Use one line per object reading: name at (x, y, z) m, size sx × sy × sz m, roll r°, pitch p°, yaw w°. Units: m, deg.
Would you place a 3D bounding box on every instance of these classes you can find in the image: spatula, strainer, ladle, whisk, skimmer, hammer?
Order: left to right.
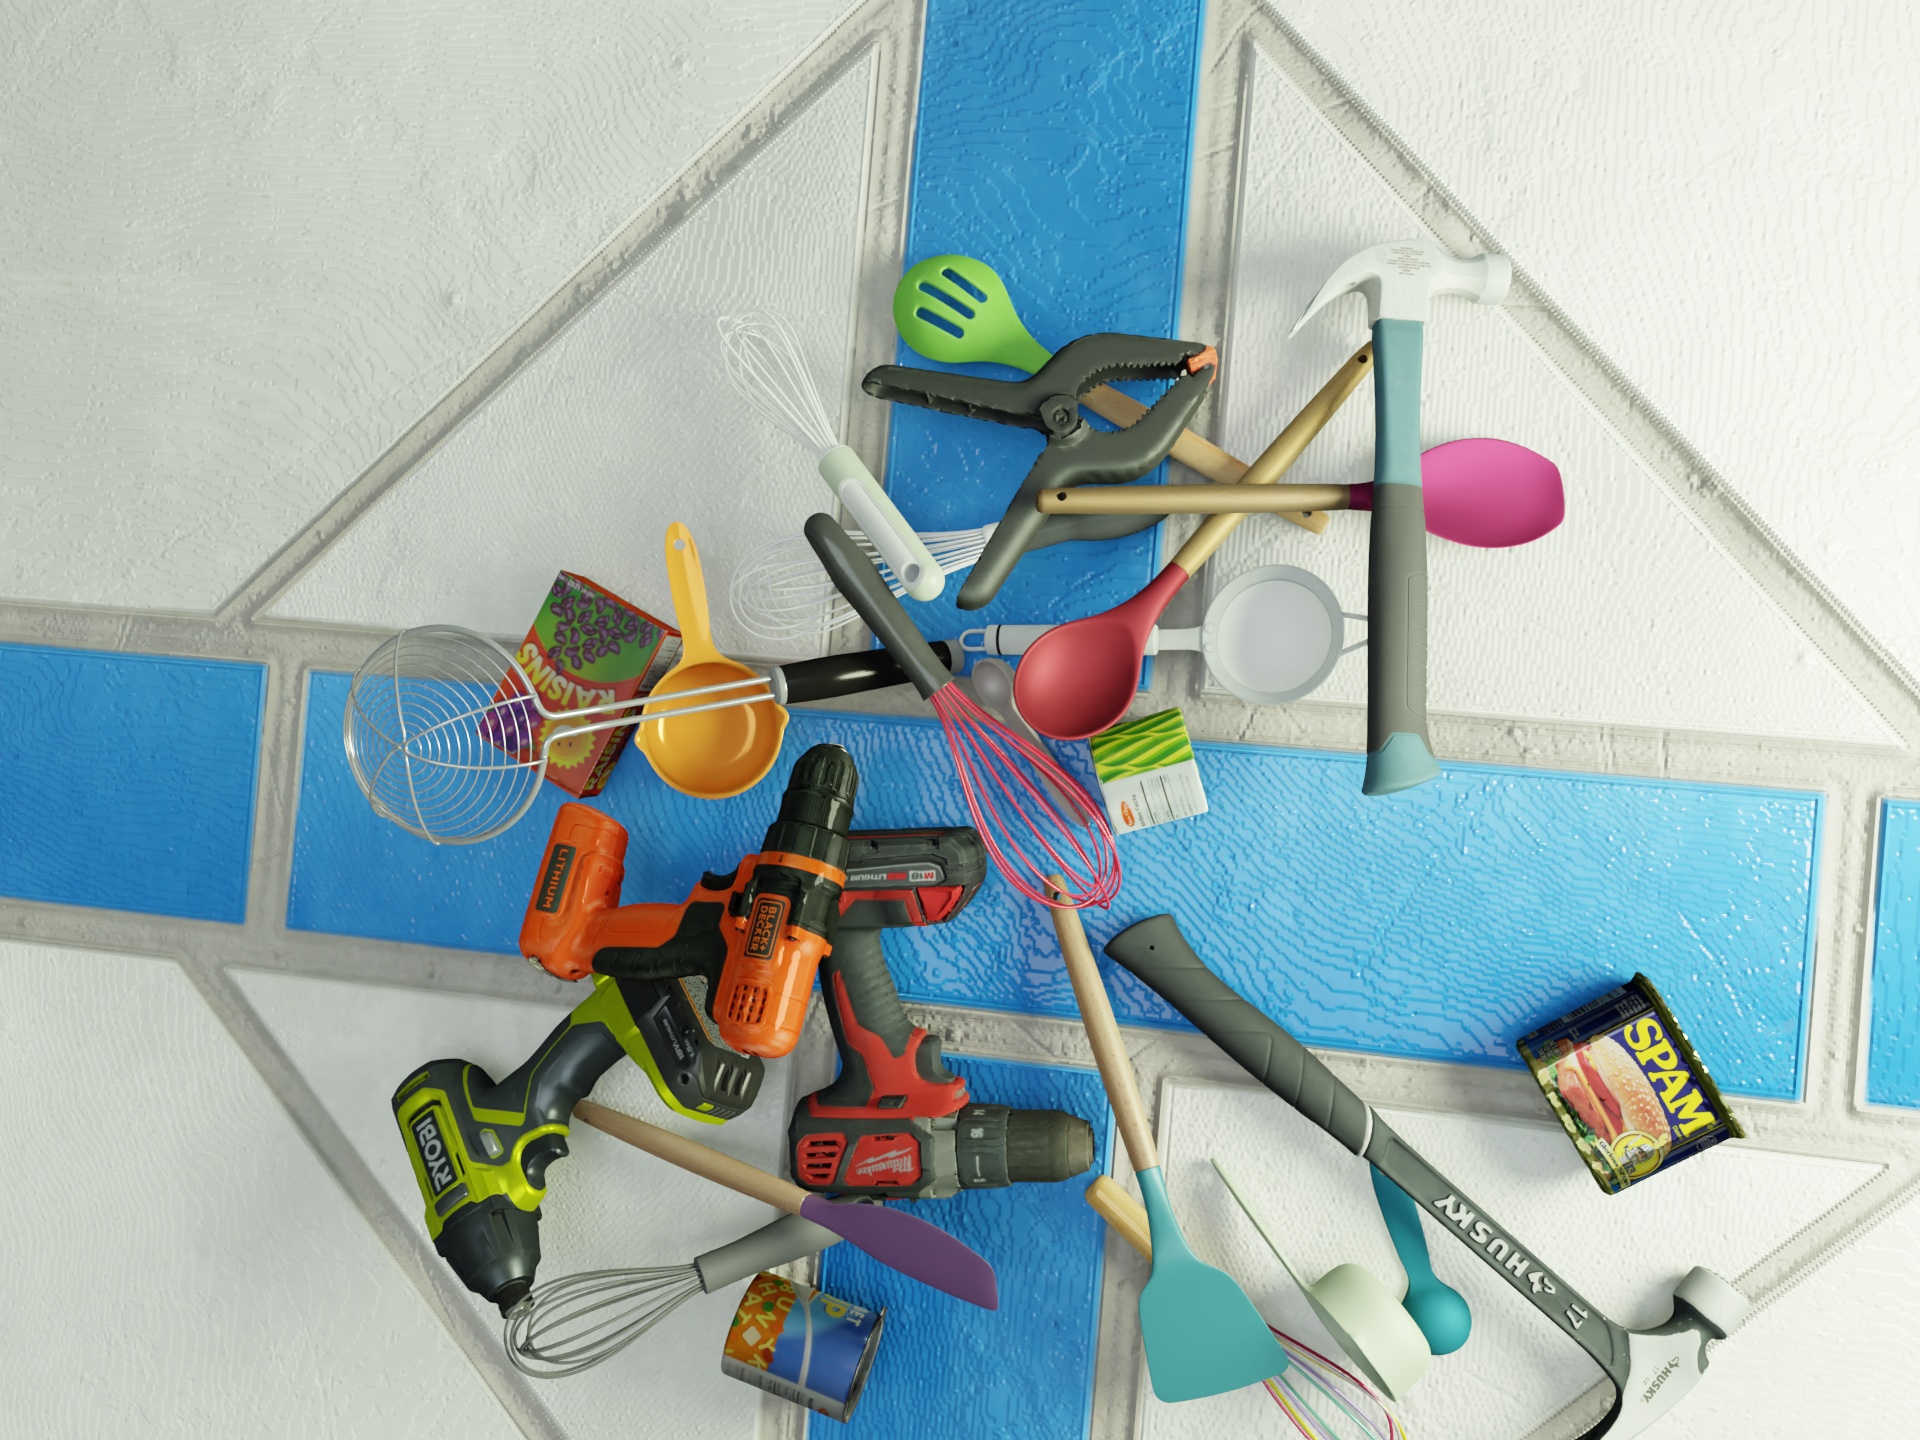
skimmer at (-0.177, -0.013, 0.957) m, size 0.363 × 0.090 × 0.127 m, roll -11°, pitch 97°, yaw -25°
whisk at (-0.157, 0.334, 0.966) m, size 0.239 × 0.055 × 0.055 m, roll -16°, pitch 85°, yaw -22°
spatula at (-0.115, 0.285, 0.970) m, size 0.316 × 0.018 × 0.059 m, roll 13°, pitch 127°, yaw 28°
whisk at (-0.082, -0.166, 0.978) m, size 0.057 × 0.059 × 0.246 m, roll -46°, pitch 65°, yaw 24°
whisk at (-0.007, -0.104, 0.992) m, size 0.284 × 0.070 × 0.070 m, roll -12°, pitch 87°, yaw 5°
whisk at (-0.002, -0.003, 0.954) m, size 0.073 × 0.073 × 0.296 m, roll -36°, pitch 92°, yaw 7°
spatula at (0.105, 0.244, 0.958) m, size 0.082 × 0.044 × 0.318 m, roll -21°, pitch 73°, yaw 14°
strainer at (0.124, -0.050, 0.974) m, size 0.258 × 0.050 × 0.087 m, roll 1°, pitch 79°, yaw 16°
ladle at (0.147, -0.111, 0.952) m, size 0.069 × 0.031 × 0.315 m, roll 41°, pitch 86°, yaw 8°
whisk at (0.172, 0.364, 0.959) m, size 0.245 × 0.051 × 0.047 m, roll 42°, pitch 75°, yaw 12°
hammer at (0.250, 0.259, 0.938) m, size 0.409 × 0.036 × 0.149 m, roll 40°, pitch 84°, yaw 11°
hammer at (0.252, -0.120, 0.912) m, size 0.128 × 0.033 × 0.331 m, roll 4°, pitch 78°, yaw -6°

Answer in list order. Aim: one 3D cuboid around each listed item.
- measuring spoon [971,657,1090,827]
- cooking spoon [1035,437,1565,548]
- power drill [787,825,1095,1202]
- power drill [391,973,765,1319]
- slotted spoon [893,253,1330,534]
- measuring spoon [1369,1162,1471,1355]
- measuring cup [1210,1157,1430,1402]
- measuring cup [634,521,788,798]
measuring spoon at (0.049, 0.012, 0.997) m, size 0.018 × 0.034 × 0.124 m, roll -32°, pitch 89°, yaw -37°
cooking spoon at (0.202, -0.131, 0.936) m, size 0.319 × 0.017 × 0.069 m, roll -1°, pitch 80°, yaw -6°
power drill at (-0.016, 0.181, 0.975) m, size 0.188 × 0.080 × 0.227 m, roll -3°, pitch 91°, yaw 10°
power drill at (-0.240, 0.245, 0.990) m, size 0.223 × 0.080 × 0.171 m, roll -39°, pitch 57°, yaw 7°
slotted spoon at (0.091, -0.201, 0.990) m, size 0.314 × 0.031 × 0.070 m, roll 32°, pitch 91°, yaw 8°
measuring spoon at (0.269, 0.317, 0.947) m, size 0.042 × 0.021 × 0.128 m, roll -19°, pitch 86°, yaw 9°
measuring cup at (0.213, 0.320, 0.943) m, size 0.038 × 0.083 × 0.168 m, roll -35°, pitch 66°, yaw -8°
measuring cup at (-0.165, -0.037, 1.005) m, size 0.095 × 0.052 × 0.173 m, roll -10°, pitch 91°, yaw -12°
